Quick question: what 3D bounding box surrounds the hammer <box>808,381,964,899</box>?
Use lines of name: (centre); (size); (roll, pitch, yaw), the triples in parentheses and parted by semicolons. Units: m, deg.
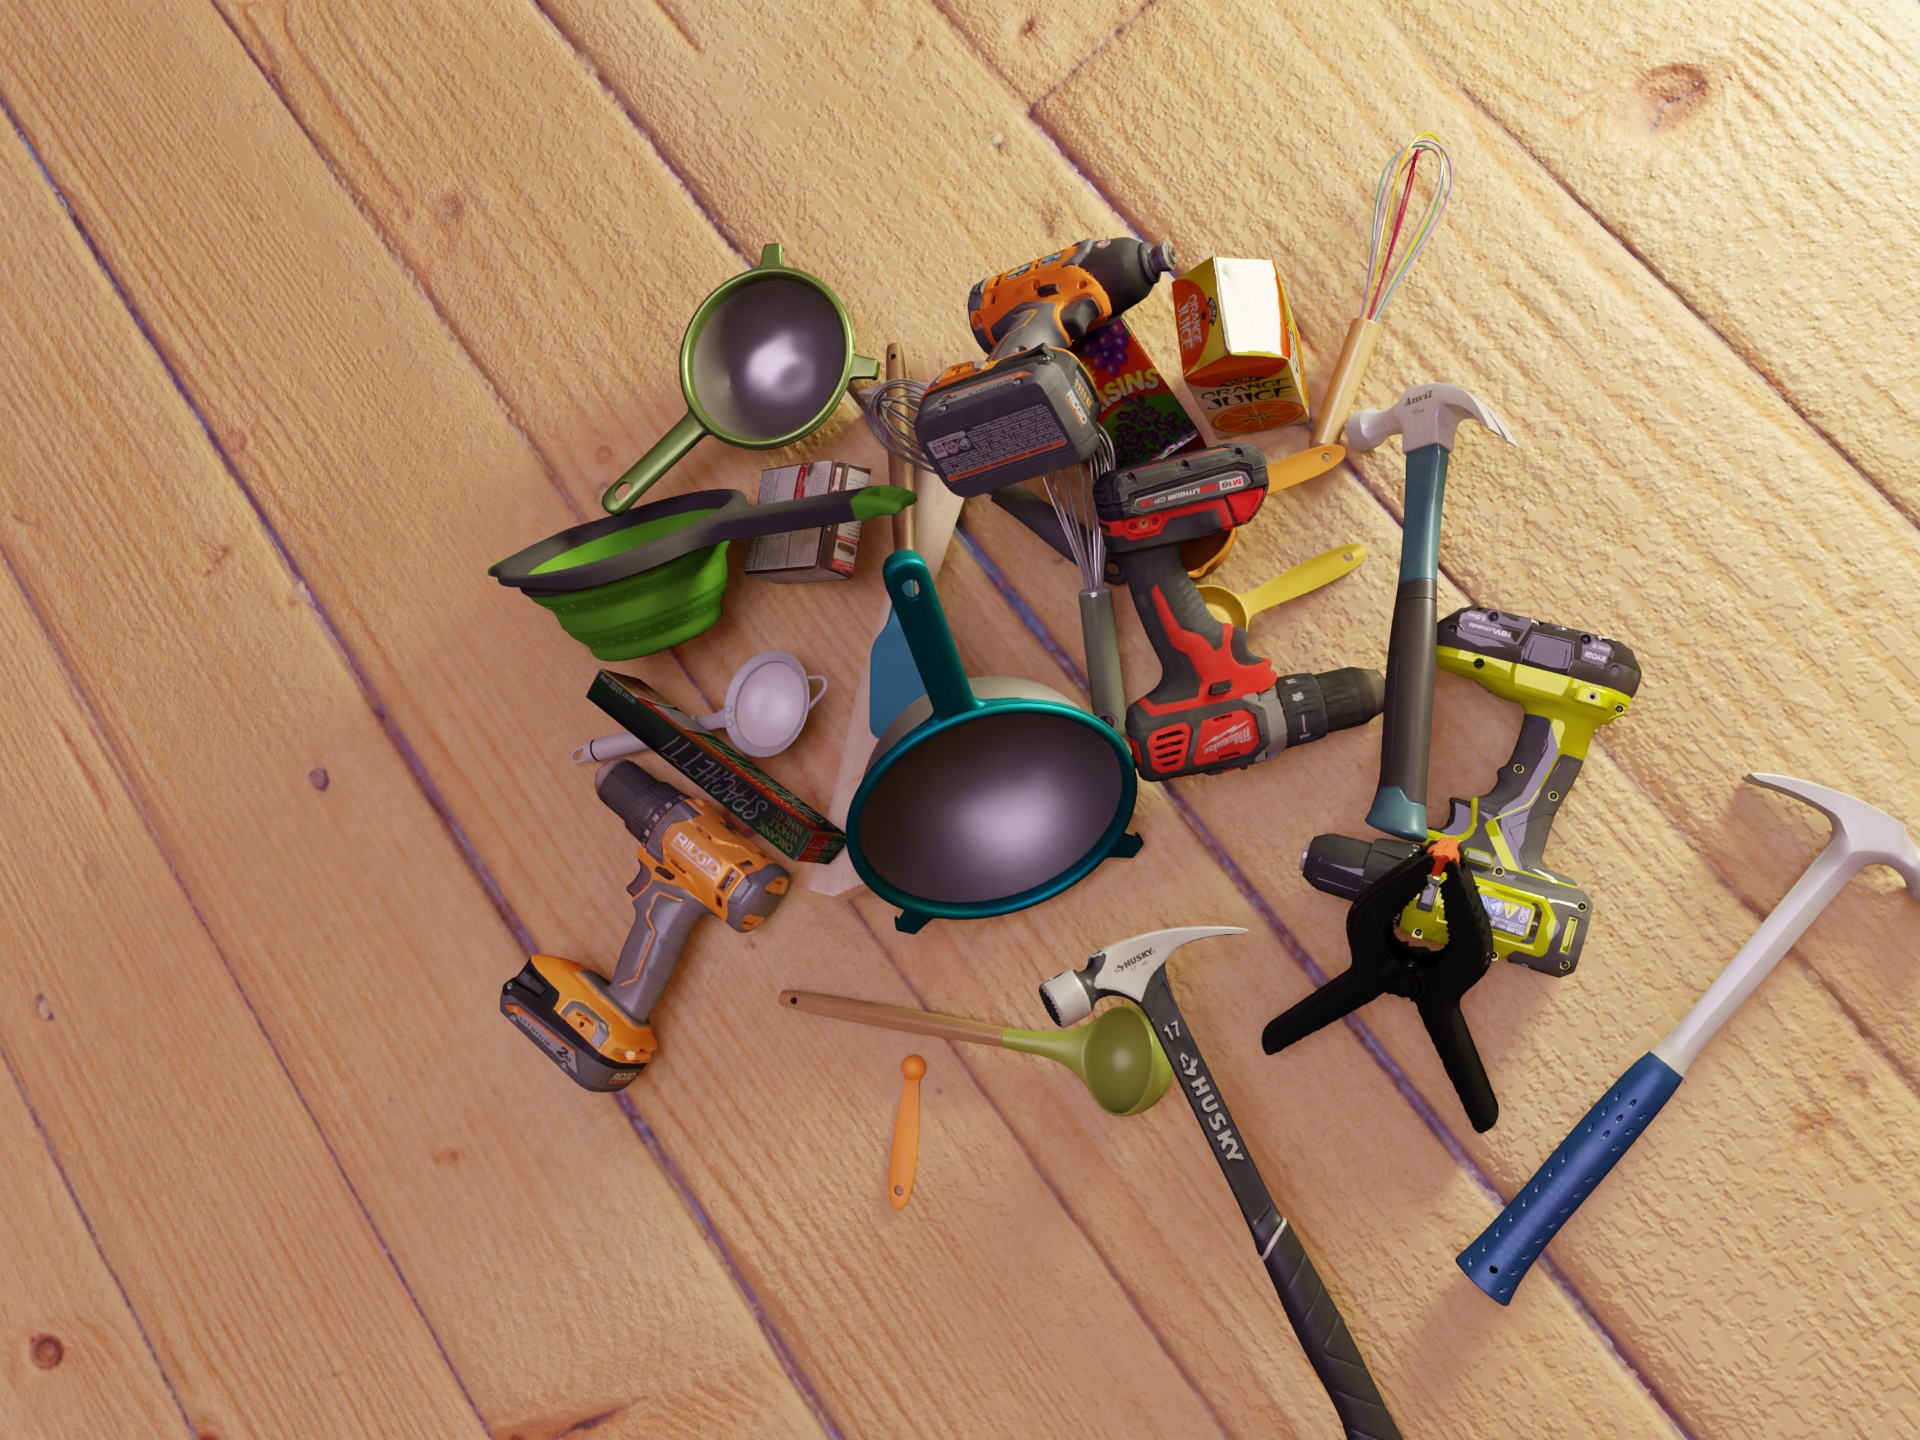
hammer: (-0.059, -0.066, 1.239); (0.146, 0.038, 0.411); (12, 82, 20)

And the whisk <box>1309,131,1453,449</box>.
whisk: (0.304, -0.315, 1.171); (0.051, 0.047, 0.245); (20, 92, 18)

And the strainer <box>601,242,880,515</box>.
strainer: (-0.187, -0.252, 1.304); (0.256, 0.069, 0.151); (-41, 75, 9)

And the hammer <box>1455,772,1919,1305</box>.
hammer: (0.467, 0.214, 1.048); (0.144, 0.035, 0.405); (40, 95, 18)

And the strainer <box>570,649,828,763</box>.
strainer: (-0.210, 0.003, 1.292); (0.258, 0.050, 0.087); (-13, 72, 21)

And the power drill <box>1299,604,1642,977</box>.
power drill: (0.351, 0.043, 1.089); (0.190, 0.080, 0.228); (17, 90, 19)

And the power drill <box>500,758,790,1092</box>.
power drill: (-0.268, 0.156, 1.270); (0.185, 0.084, 0.226); (37, 90, 19)

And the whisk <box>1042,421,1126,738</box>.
whisk: (0.098, -0.103, 1.175); (0.058, 0.059, 0.246); (-3, 102, 25)

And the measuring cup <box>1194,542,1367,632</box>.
measuring cup: (0.228, -0.091, 1.178); (0.156, 0.029, 0.062); (-25, 83, 0)

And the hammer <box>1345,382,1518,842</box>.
hammer: (0.307, -0.078, 1.077); (0.128, 0.033, 0.331); (-13, 62, 51)

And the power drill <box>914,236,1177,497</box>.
power drill: (0.066, -0.268, 1.140); (0.164, 0.084, 0.227); (-13, 38, 30)

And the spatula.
spatula: (-0.042, -0.145, 1.221); (0.082, 0.044, 0.318); (-9, 70, 16)

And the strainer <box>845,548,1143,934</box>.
strainer: (-0.002, -0.004, 1.105); (0.211, 0.340, 0.095); (-19, 42, 1)

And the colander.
colander: (-0.189, -0.112, 1.222); (0.397, 0.204, 0.094); (-3, 113, 35)

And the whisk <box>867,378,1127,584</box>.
whisk: (0.032, -0.176, 1.197); (0.239, 0.055, 0.055); (35, 94, -9)

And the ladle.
ladle: (0.004, 0.232, 1.184); (0.320, 0.062, 0.078); (6, 82, 21)

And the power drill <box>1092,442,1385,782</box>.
power drill: (0.195, -0.078, 1.119); (0.188, 0.080, 0.226); (-13, 101, 0)

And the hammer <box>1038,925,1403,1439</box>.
hammer: (0.207, 0.330, 1.081); (0.149, 0.036, 0.409); (-25, 86, -13)

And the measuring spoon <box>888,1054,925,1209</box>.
measuring spoon: (-0.043, 0.313, 1.209); (0.021, 0.011, 0.117); (5, 84, 18)

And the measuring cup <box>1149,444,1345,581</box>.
measuring cup: (0.201, -0.161, 1.179); (0.173, 0.052, 0.095); (-21, 80, 8)
